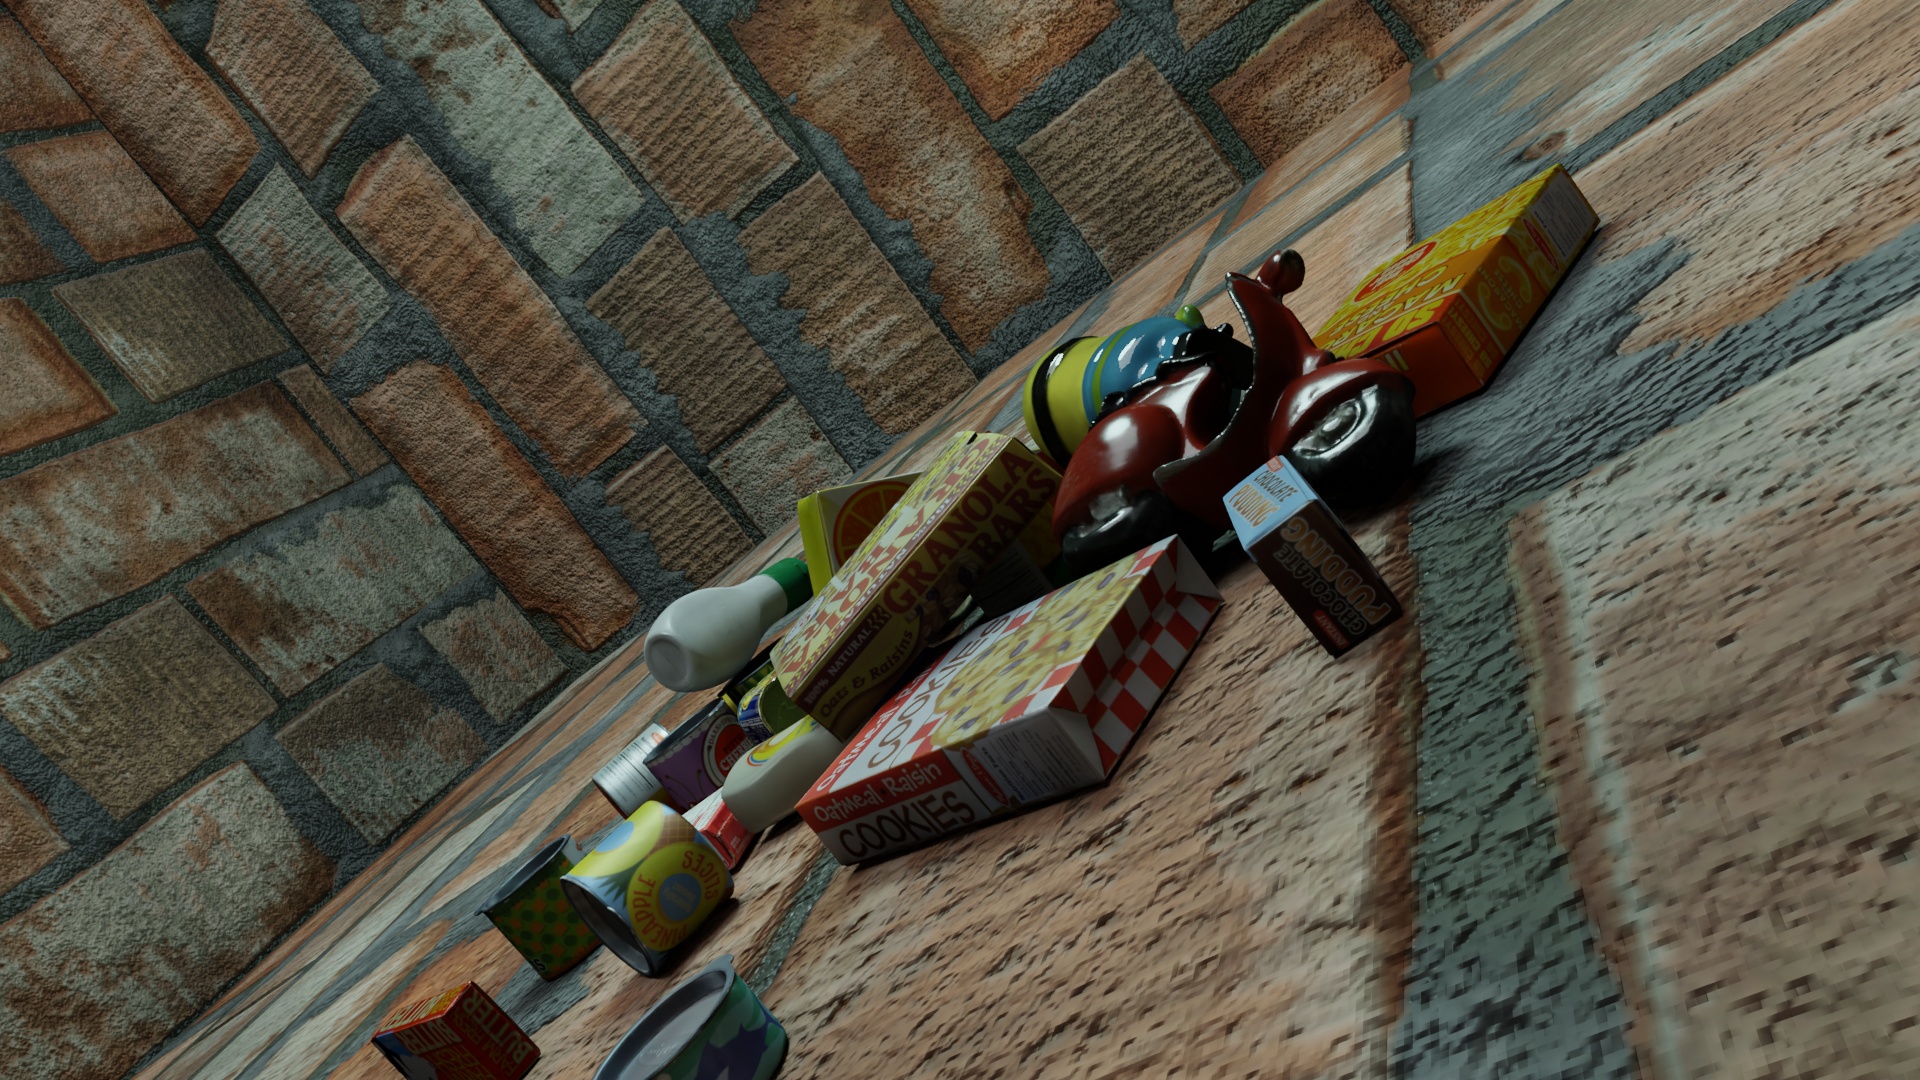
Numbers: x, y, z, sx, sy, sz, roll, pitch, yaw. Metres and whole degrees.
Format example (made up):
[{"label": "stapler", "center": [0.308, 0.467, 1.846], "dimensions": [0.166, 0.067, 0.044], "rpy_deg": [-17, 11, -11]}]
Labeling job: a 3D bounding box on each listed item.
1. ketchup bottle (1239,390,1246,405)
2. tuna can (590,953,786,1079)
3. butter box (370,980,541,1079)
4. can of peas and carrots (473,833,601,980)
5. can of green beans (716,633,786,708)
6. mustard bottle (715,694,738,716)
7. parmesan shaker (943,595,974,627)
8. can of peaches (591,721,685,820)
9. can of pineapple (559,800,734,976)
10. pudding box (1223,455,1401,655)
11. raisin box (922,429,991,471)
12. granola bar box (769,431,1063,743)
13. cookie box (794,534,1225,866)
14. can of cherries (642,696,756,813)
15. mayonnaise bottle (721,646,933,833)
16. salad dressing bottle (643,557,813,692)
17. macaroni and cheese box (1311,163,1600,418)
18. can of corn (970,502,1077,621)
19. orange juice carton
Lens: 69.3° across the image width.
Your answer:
[{"label": "ketchup bottle", "center": [0.150, -0.078, 0.833], "dimensions": [0.065, 0.043, 0.148], "rpy_deg": [-50, 13, -30]}, {"label": "tuna can", "center": [-0.095, 0.183, 0.491], "dimensions": [0.071, 0.033, 0.071], "rpy_deg": [-37, 8, 6]}, {"label": "butter box", "center": [-0.261, 0.261, 0.716], "dimensions": [0.103, 0.053, 0.024], "rpy_deg": [-31, 13, 43]}, {"label": "can of peas and carrots", "center": [-0.246, 0.222, 0.838], "dimensions": [0.071, 0.058, 0.071], "rpy_deg": [-38, 8, 6]}, {"label": "can of green beans", "center": [-0.118, 0.103, 0.946], "dimensions": [0.071, 0.058, 0.071], "rpy_deg": [-37, 8, 6]}, {"label": "mustard bottle", "center": [-0.112, 0.090, 1.024], "dimensions": [0.161, 0.049, 0.065], "rpy_deg": [-40, 9, -19]}, {"label": "parmesan shaker", "center": [-0.043, 0.034, 0.951], "dimensions": [0.071, 0.071, 0.102], "rpy_deg": [-43, 10, -31]}, {"label": "can of peaches", "center": [-0.212, 0.171, 0.964], "dimensions": [0.058, 0.071, 0.071], "rpy_deg": [-42, 9, -21]}, {"label": "can of pineapple", "center": [-0.155, 0.173, 0.693], "dimensions": [0.058, 0.071, 0.071], "rpy_deg": [-43, 9, -31]}, {"label": "pudding box", "center": [0.122, 0.002, 0.492], "dimensions": [0.030, 0.049, 0.084], "rpy_deg": [-38, 8, 13]}, {"label": "raisin box", "center": [0.003, -0.015, 0.969], "dimensions": [0.123, 0.086, 0.040], "rpy_deg": [-27, 18, 53]}, {"label": "granola bar box", "center": [-0.028, 0.017, 0.715], "dimensions": [0.165, 0.039, 0.124], "rpy_deg": [-50, 12, -4]}, {"label": "cookie box", "center": [0.019, 0.071, 0.595], "dimensions": [0.167, 0.040, 0.123], "rpy_deg": [-29, 12, 44]}, {"label": "can of cherries", "center": [-0.162, 0.145, 0.908], "dimensions": [0.071, 0.058, 0.071], "rpy_deg": [-37, 7, 5]}, {"label": "mayonnaise bottle", "center": [-0.062, 0.105, 0.749], "dimensions": [0.147, 0.041, 0.065], "rpy_deg": [-34, 8, 29]}, {"label": "salad dressing bottle", "center": [-0.155, 0.054, 0.964], "dimensions": [0.043, 0.064, 0.148], "rpy_deg": [-50, -8, 35]}, {"label": "macaroni and cheese box", "center": [0.226, -0.109, 0.684], "dimensions": [0.167, 0.040, 0.123], "rpy_deg": [-44, 9, -37]}, {"label": "can of corn", "center": [0.036, 0.015, 0.760], "dimensions": [0.071, 0.058, 0.071], "rpy_deg": [-37, 8, 7]}, {"label": "orange juice carton", "center": [0.003, -0.011, 0.860], "dimensions": [0.193, 0.073, 0.071], "rpy_deg": [-12, 0, -16]}]
